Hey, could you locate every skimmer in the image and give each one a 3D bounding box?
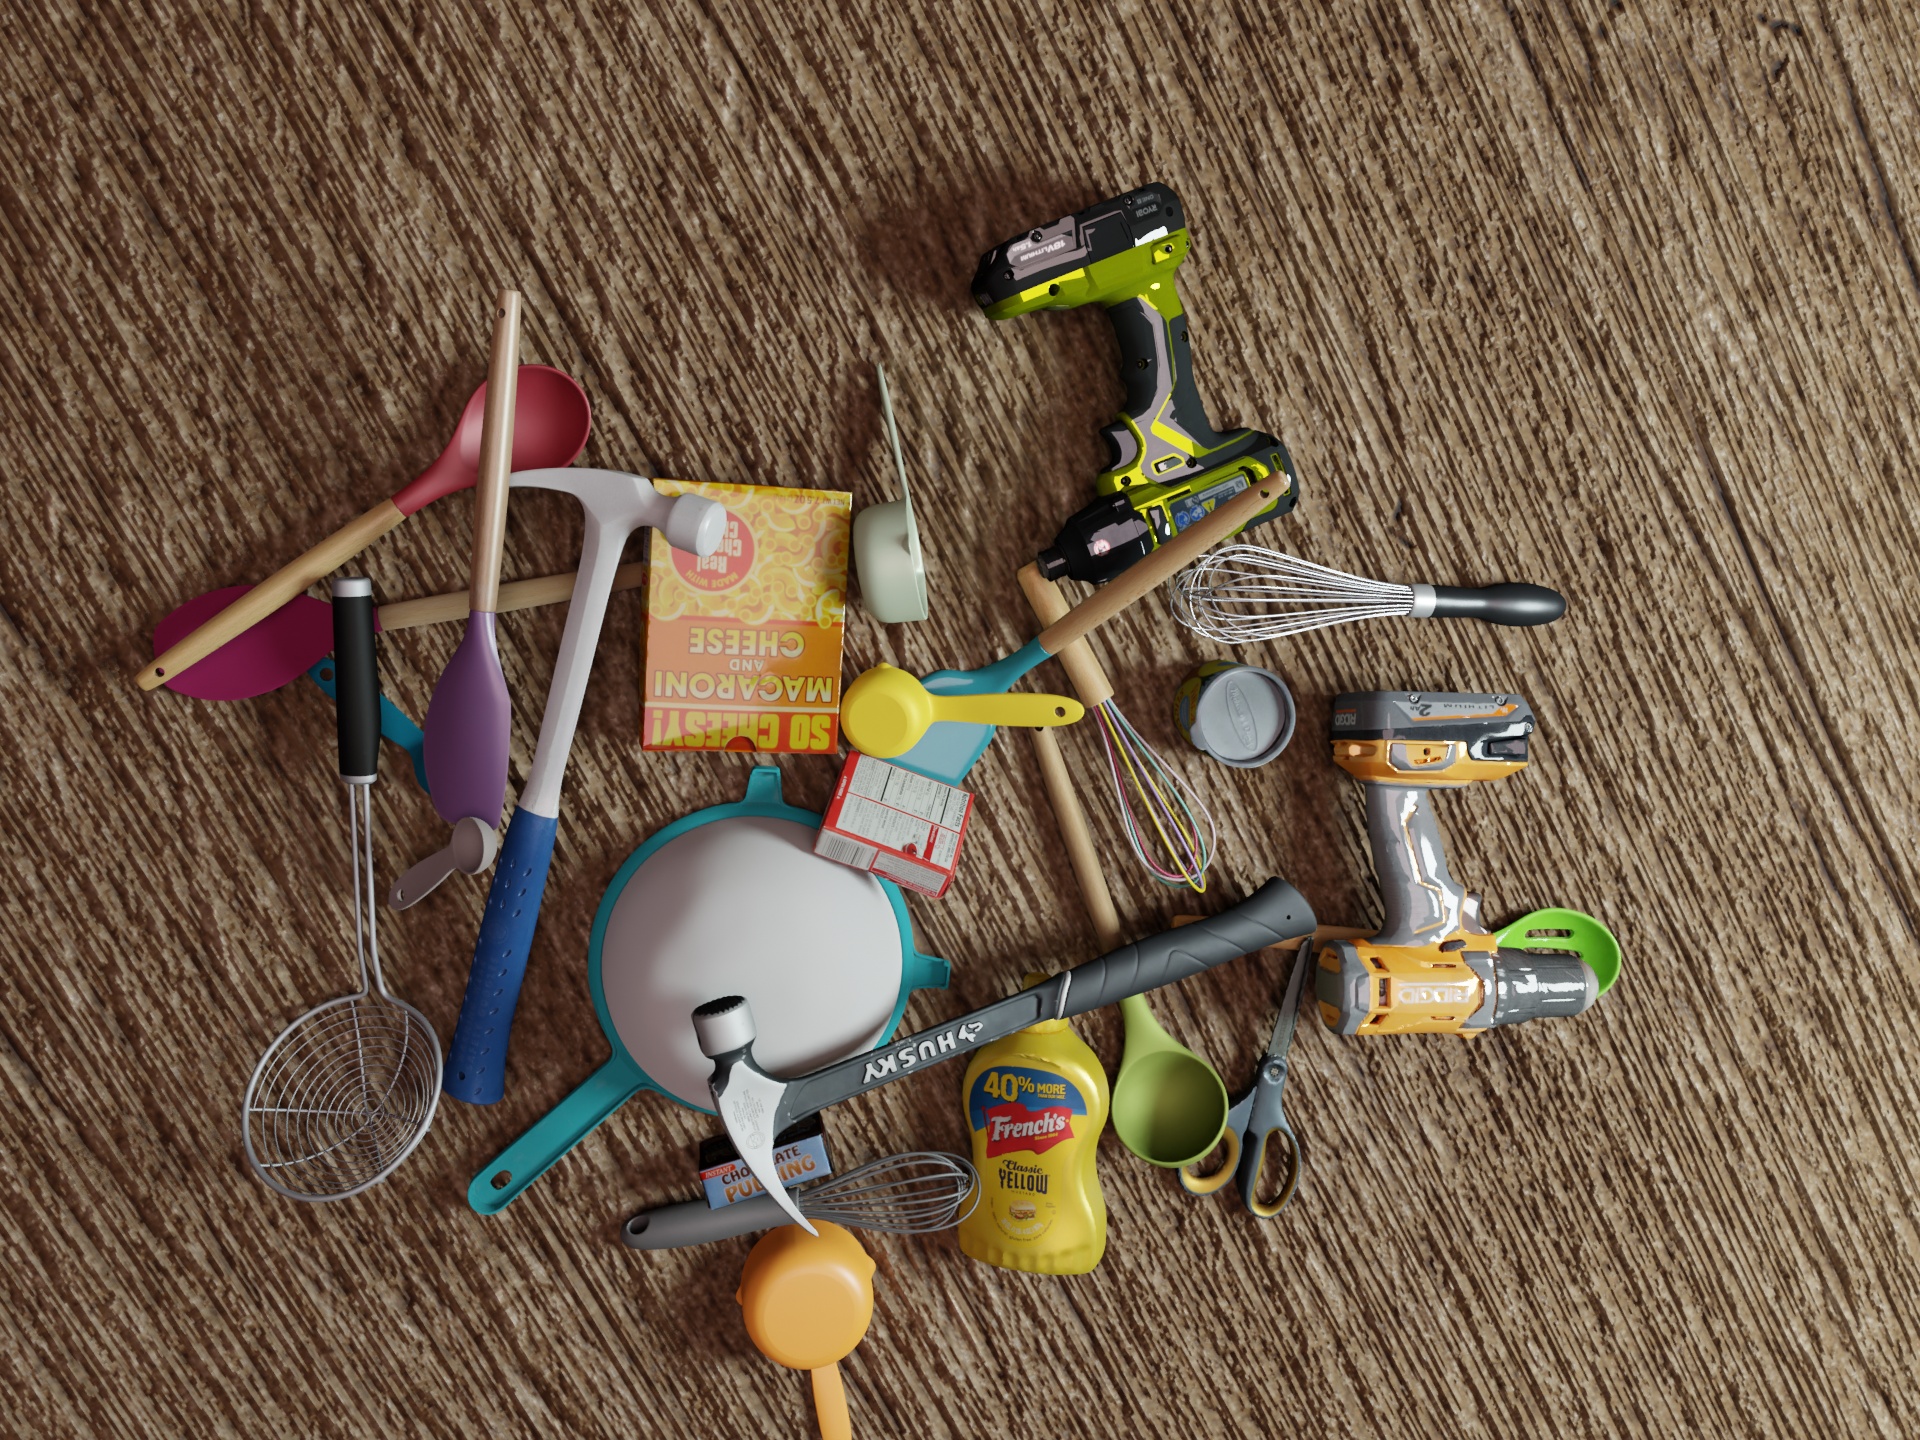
[{"bbox_3d":[-0.372,0.099,0.948,0.127,0.090,0.363,4,100,12],"label":"skimmer"}]

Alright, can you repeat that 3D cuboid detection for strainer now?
[{"bbox_3d":[-0.178,0.203,0.995,0.340,0.095,0.211,-41,100,-3],"label":"strainer"}]

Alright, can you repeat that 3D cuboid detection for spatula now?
[{"bbox_3d":[-0.279,-0.090,0.927,0.060,0.018,0.316,12,101,16],"label":"spatula"},{"bbox_3d":[0.072,-0.056,0.991,0.317,0.044,0.082,-35,100,26],"label":"spatula"}]

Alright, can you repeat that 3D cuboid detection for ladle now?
[{"bbox_3d":[-0.360,-0.113,0.961,0.315,0.031,0.069,-36,108,-5],"label":"ladle"},{"bbox_3d":[0.099,0.142,1.048,0.078,0.062,0.320,-19,96,0],"label":"ladle"}]

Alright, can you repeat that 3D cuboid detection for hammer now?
[{"bbox_3d":[0.047,0.183,0.989,0.409,0.036,0.149,-17,97,-19],"label":"hammer"},{"bbox_3d":[-0.260,0.042,0.969,0.144,0.035,0.405,19,102,11],"label":"hammer"}]

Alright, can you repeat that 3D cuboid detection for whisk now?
[{"bbox_3d":[-0.105,0.318,1.034,0.239,0.055,0.055,-10,98,4],"label":"whisk"},{"bbox_3d":[0.272,-0.081,1.050,0.284,0.070,0.070,1,96,-13],"label":"whisk"},{"bbox_3d":[0.101,0.006,1.044,0.047,0.051,0.245,-33,96,-41],"label":"whisk"}]

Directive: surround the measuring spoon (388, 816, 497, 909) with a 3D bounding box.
[{"bbox_3d":[-0.315,0.091,0.971,0.018,0.124,0.034,-3,69,-47],"label":"measuring spoon"}]

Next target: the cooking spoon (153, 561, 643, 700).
[{"bbox_3d":[-0.332,-0.067,0.982,0.319,0.017,0.069,-11,87,-7],"label":"cooking spoon"}]

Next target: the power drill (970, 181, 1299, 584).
[{"bbox_3d":[0.099,-0.205,1.000,0.171,0.080,0.223,-23,102,-6],"label":"power drill"}]

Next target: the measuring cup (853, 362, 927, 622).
[{"bbox_3d":[-0.052,-0.142,0.997,0.038,0.083,0.168,-10,82,3],"label":"measuring cup"}]

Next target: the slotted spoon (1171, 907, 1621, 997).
[{"bbox_3d":[0.298,0.153,1.092,0.313,0.031,0.070,6,95,-7],"label":"slotted spoon"}]

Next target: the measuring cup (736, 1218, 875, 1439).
[{"bbox_3d":[-0.093,0.422,1.051,0.095,0.052,0.173,-11,96,-7],"label":"measuring cup"}]

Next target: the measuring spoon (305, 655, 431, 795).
[{"bbox_3d":[-0.353,0.003,0.985,0.128,0.021,0.042,39,90,-10],"label":"measuring spoon"}]

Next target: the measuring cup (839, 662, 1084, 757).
[{"bbox_3d":[-0.002,-0.003,0.998,0.156,0.029,0.062,0,109,15],"label":"measuring cup"}]

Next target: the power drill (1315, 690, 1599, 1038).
[{"bbox_3d":[0.331,0.096,1.049,0.185,0.084,0.226,1,89,-8],"label":"power drill"}]
